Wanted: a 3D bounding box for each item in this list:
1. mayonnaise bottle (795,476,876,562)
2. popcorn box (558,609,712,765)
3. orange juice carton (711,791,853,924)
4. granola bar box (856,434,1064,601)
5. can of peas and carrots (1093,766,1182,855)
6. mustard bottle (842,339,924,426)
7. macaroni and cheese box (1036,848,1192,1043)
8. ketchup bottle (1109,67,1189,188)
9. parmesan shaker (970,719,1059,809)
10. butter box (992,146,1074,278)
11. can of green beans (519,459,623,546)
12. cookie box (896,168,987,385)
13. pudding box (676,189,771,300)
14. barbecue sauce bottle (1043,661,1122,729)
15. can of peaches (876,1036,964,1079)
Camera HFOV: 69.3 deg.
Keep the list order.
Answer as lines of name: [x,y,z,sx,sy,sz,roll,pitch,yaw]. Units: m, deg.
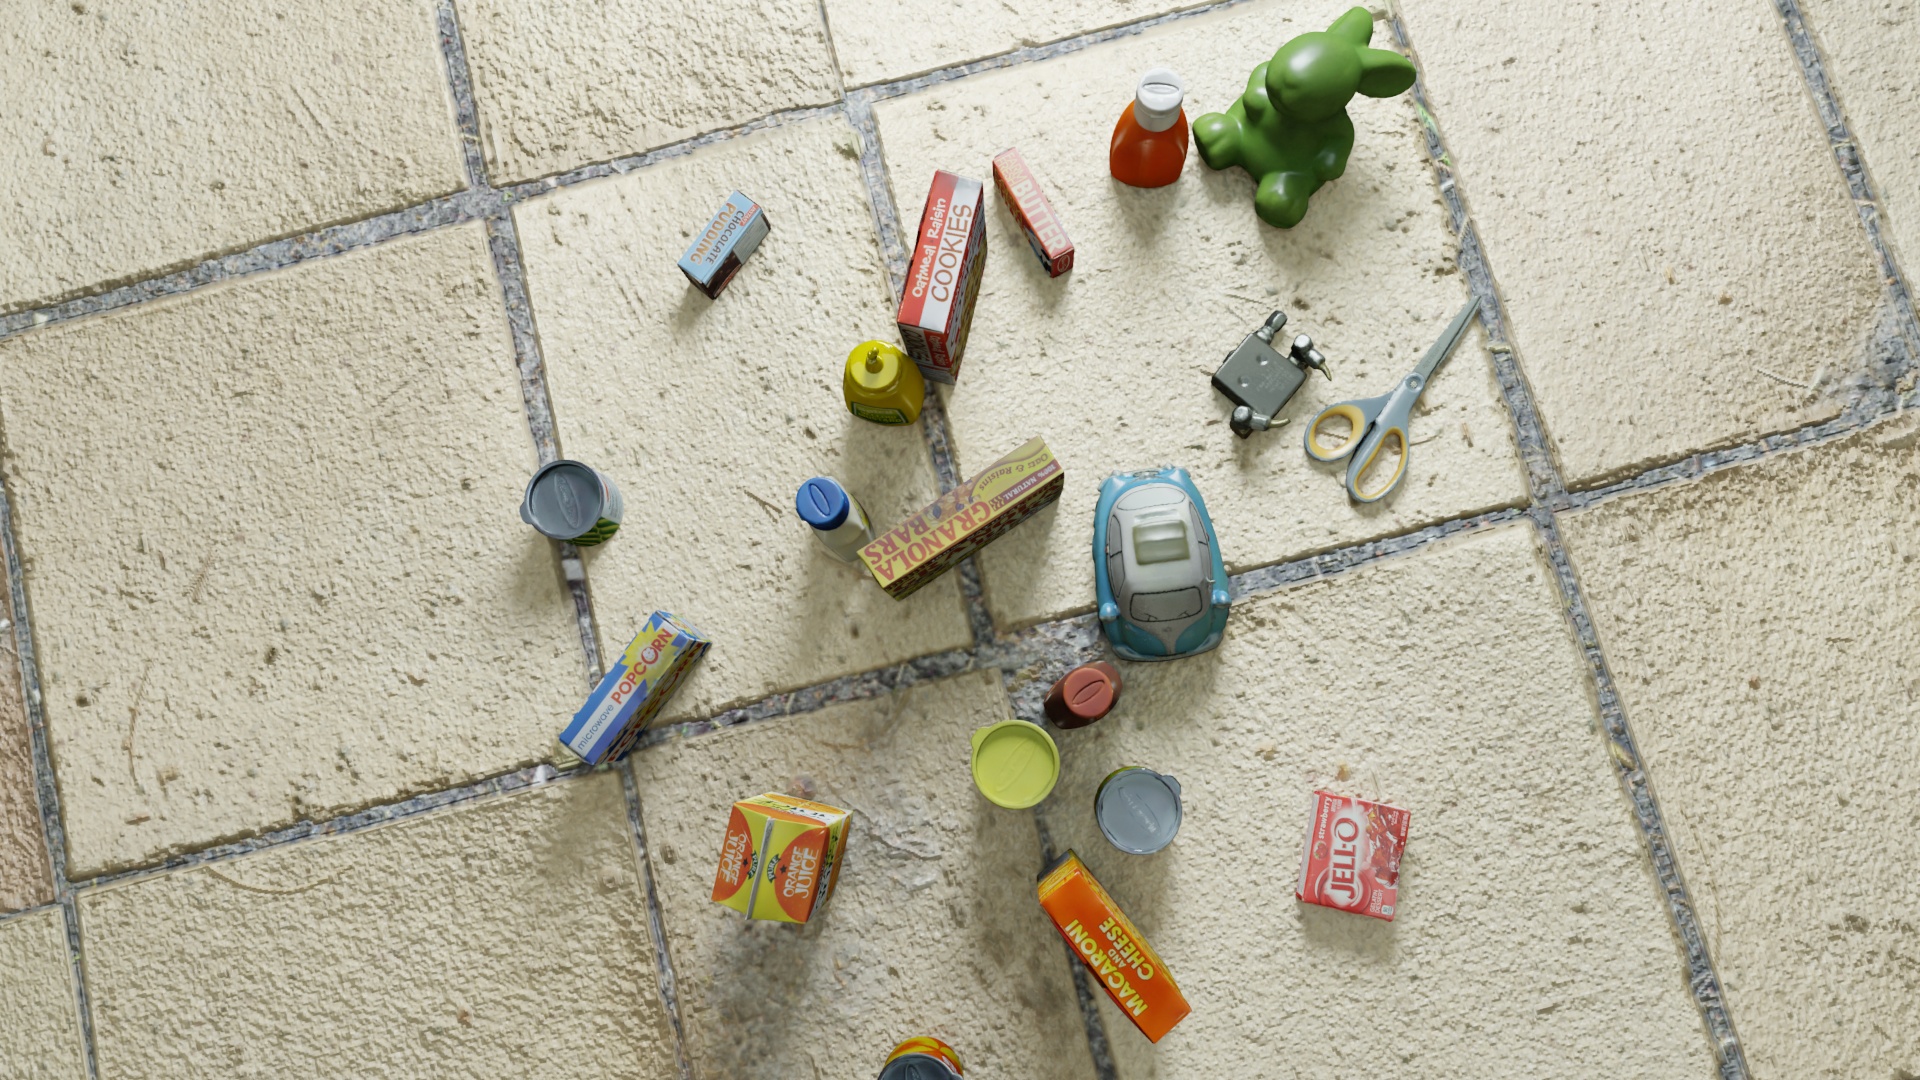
mayonnaise bottle: [-0.100,-0.021,1.096,0.041,0.148,0.065,-30,83,-1]
popcorn box: [-0.259,0.119,1.116,0.038,0.085,0.127,36,86,6]
orange juice carton: [-0.134,0.236,1.041,0.073,0.192,0.072,13,84,4]
granola bar box: [0.004,-0.014,1.102,0.165,0.124,0.039,-33,83,-2]
can of peas and carrots: [0.141,0.211,1.099,0.071,0.058,0.071,0,83,3]
mustard bottle: [-0.065,-0.127,1.102,0.065,0.160,0.049,8,84,4]
macaroni and cheese box: [0.110,0.297,1.034,0.040,0.166,0.124,-40,83,-2]
ketchup bottle: [0.156,-0.332,1.125,0.065,0.148,0.043,5,83,3]
parmesan shaker: [0.041,0.171,1.086,0.071,0.103,0.071,0,83,3]
butter box: [0.061,-0.275,1.170,0.024,0.053,0.103,-29,82,-1]
can of green beans: [-0.319,-0.030,1.153,0.071,0.058,0.071,0,83,3]
cookie box: [-0.012,-0.204,1.106,0.040,0.167,0.123,13,84,4]
pudding box: [-0.200,-0.251,1.181,0.030,0.049,0.084,36,86,6]
barbecue sauce bottle: [0.096,0.119,1.068,0.065,0.148,0.044,-35,83,-2]
can of peaches: [-0.029,0.425,1.078,0.071,0.058,0.071,0,83,3]
